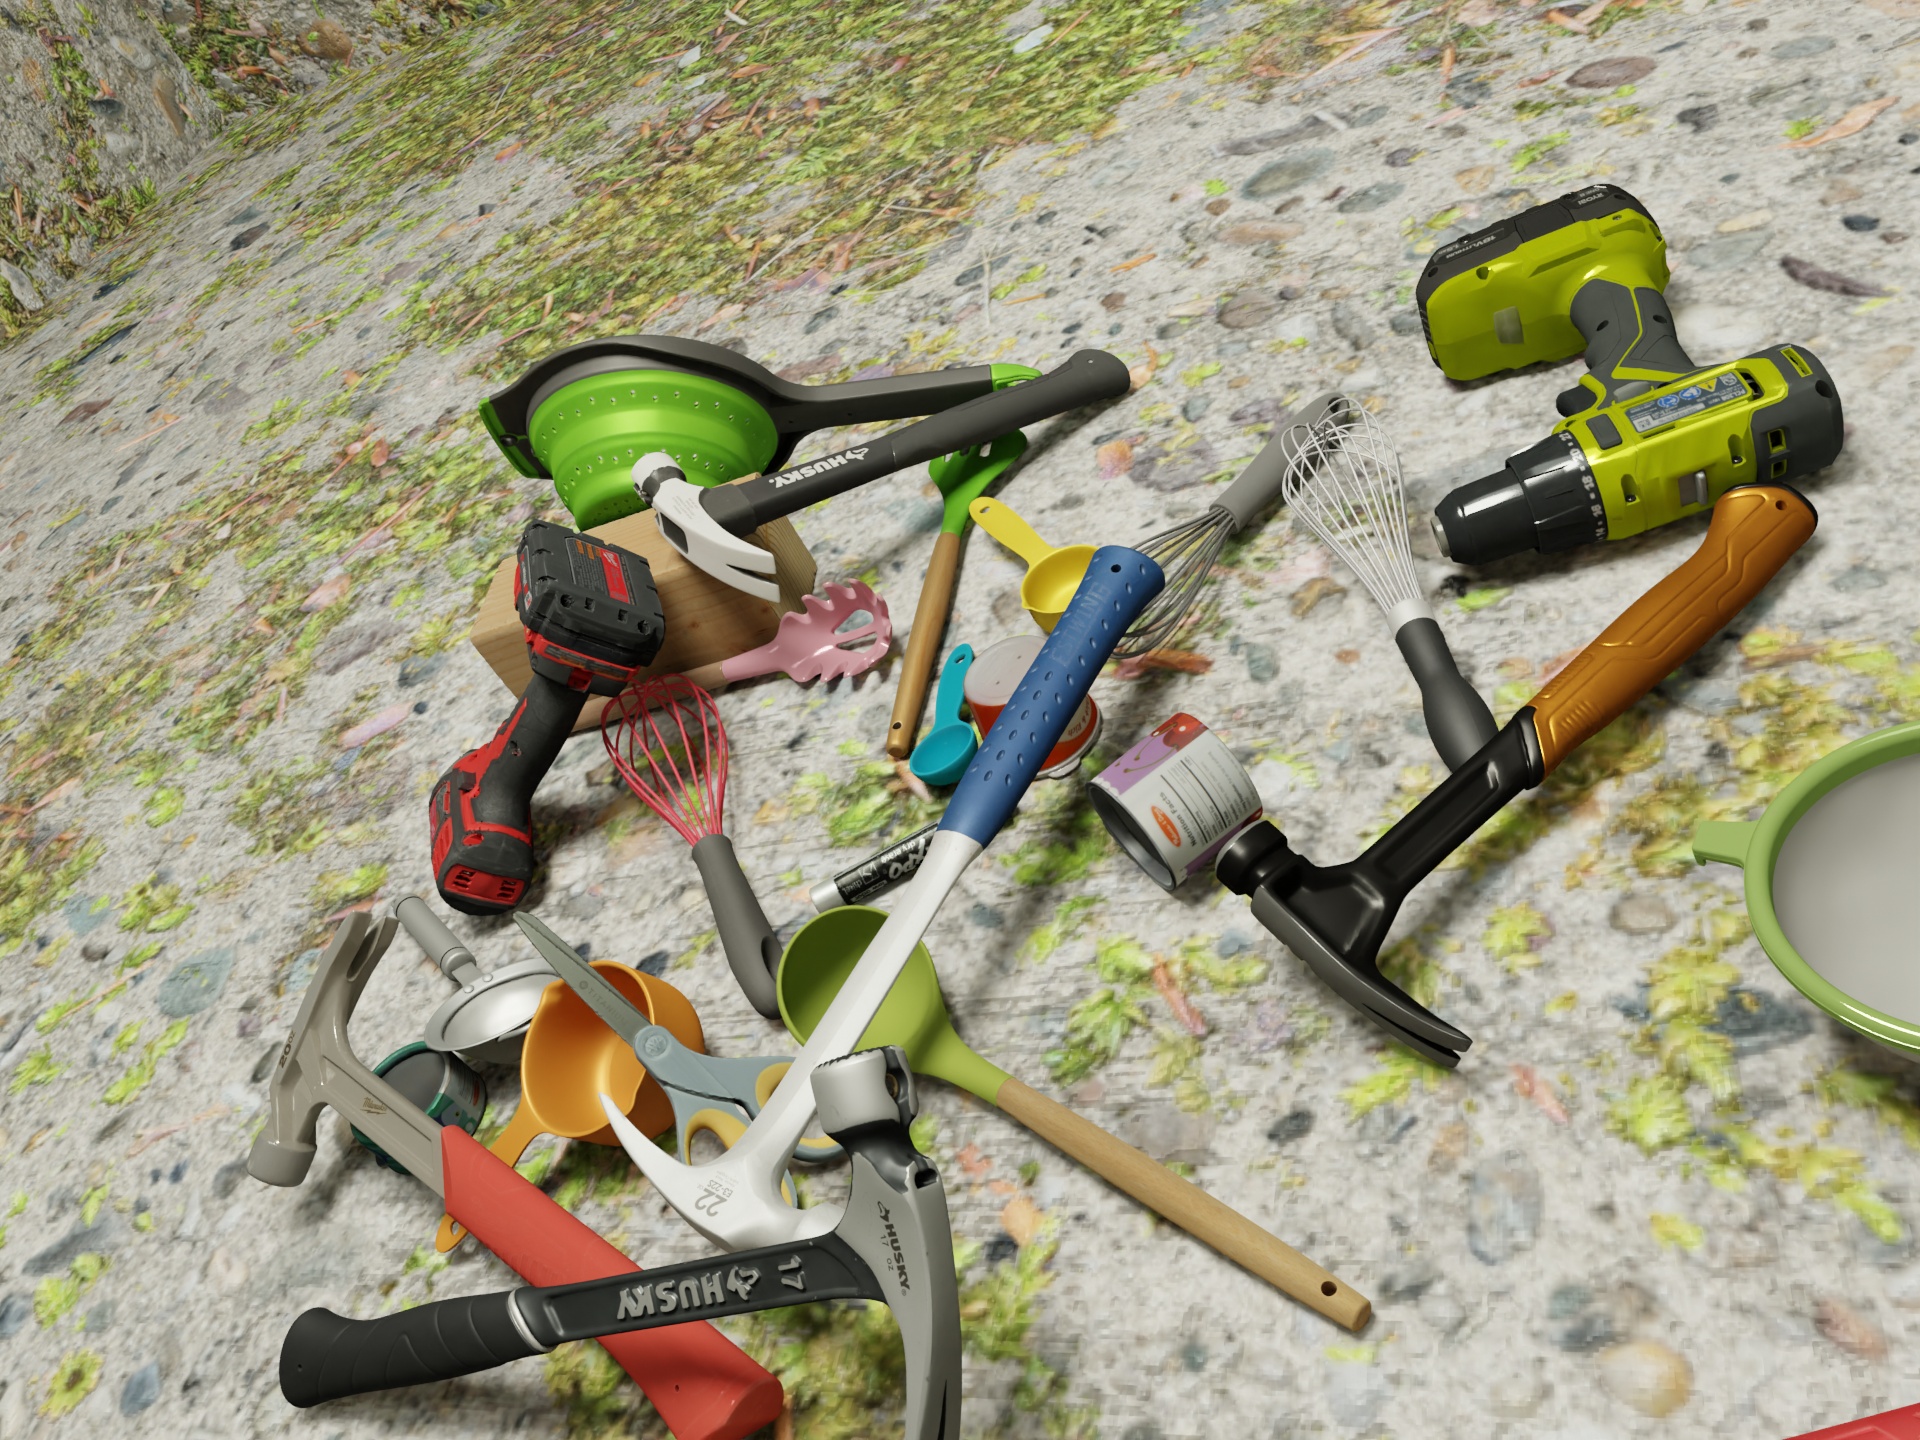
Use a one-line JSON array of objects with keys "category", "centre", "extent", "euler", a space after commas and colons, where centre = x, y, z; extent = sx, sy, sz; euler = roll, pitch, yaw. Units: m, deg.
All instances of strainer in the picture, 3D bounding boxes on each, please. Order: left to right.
[{"category": "strainer", "centre": [-0.287, 0.146, 0.926], "extent": [0.087, 0.050, 0.259], "euler": [-29, 29, -26]}, {"category": "strainer", "centre": [0.410, 0.048, 0.559], "extent": [0.256, 0.069, 0.152], "euler": [-28, 37, 3]}]

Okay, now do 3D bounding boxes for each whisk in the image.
[{"category": "whisk", "centre": [-0.147, 0.062, 0.912], "extent": [0.073, 0.073, 0.296], "euler": [-32, 44, -1]}, {"category": "whisk", "centre": [0.152, -0.120, 0.924], "extent": [0.239, 0.055, 0.055], "euler": [-44, 40, -22]}, {"category": "whisk", "centre": [0.223, -0.072, 0.820], "extent": [0.070, 0.070, 0.285], "euler": [-21, 44, 12]}]

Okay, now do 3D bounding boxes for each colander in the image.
[{"category": "colander", "centre": [-0.136, -0.186, 1.123], "extent": [0.397, 0.204, 0.095], "euler": [-6, 68, 4]}]

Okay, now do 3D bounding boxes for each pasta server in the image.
[{"category": "pasta server", "centre": [-0.179, -0.025, 1.040], "extent": [0.316, 0.040, 0.060], "euler": [-15, 84, 21]}]

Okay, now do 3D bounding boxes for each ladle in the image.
[{"category": "ladle", "centre": [0.035, 0.166, 0.686], "extent": [0.320, 0.062, 0.078], "euler": [23, 59, 42]}]

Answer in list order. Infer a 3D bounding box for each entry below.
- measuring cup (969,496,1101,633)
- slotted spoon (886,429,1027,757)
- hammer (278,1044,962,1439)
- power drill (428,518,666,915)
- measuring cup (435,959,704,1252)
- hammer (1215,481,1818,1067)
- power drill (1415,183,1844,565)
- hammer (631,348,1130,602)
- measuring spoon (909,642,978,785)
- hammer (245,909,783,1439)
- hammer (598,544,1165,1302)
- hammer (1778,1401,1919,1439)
[{"category": "measuring cup", "centre": [0.046, -0.099, 0.980], "extent": [0.062, 0.029, 0.157], "euler": [-35, 39, -5]}, {"category": "slotted spoon", "centre": [-0.010, -0.099, 1.020], "extent": [0.070, 0.031, 0.314], "euler": [-6, 46, 21]}, {"category": "hammer", "centre": [-0.162, 0.251, 0.659], "extent": [0.409, 0.036, 0.149], "euler": [-23, 76, 33]}, {"category": "power drill", "centre": [-0.265, -0.003, 0.977], "extent": [0.219, 0.078, 0.143], "euler": [-60, 30, 19]}, {"category": "measuring cup", "centre": [-0.197, 0.203, 0.804], "extent": [0.173, 0.052, 0.095], "euler": [-53, 51, 5]}, {"category": "hammer", "centre": [0.274, 0.003, 0.704], "extent": [0.337, 0.034, 0.127], "euler": [-38, 64, -17]}, {"category": "power drill", "centre": [0.327, -0.181, 0.853], "extent": [0.190, 0.080, 0.229], "euler": [-20, 43, 13]}, {"category": "hammer", "centre": [-0.032, -0.174, 1.030], "extent": [0.335, 0.035, 0.146], "euler": [-24, 47, -21]}, {"category": "measuring spoon", "centre": [-0.001, -0.003, 0.924], "extent": [0.042, 0.021, 0.129], "euler": [-22, 30, 22]}, {"category": "hammer", "centre": [-0.215, 0.221, 0.752], "extent": [0.359, 0.036, 0.149], "euler": [21, 87, 36]}, {"category": "hammer", "centre": [-0.011, 0.063, 0.751], "extent": [0.144, 0.035, 0.406], "euler": [14, 55, 29]}, {"category": "hammer", "centre": [0.260, 0.245, 0.469], "extent": [0.386, 0.038, 0.143], "euler": [-22, 41, 11]}]
